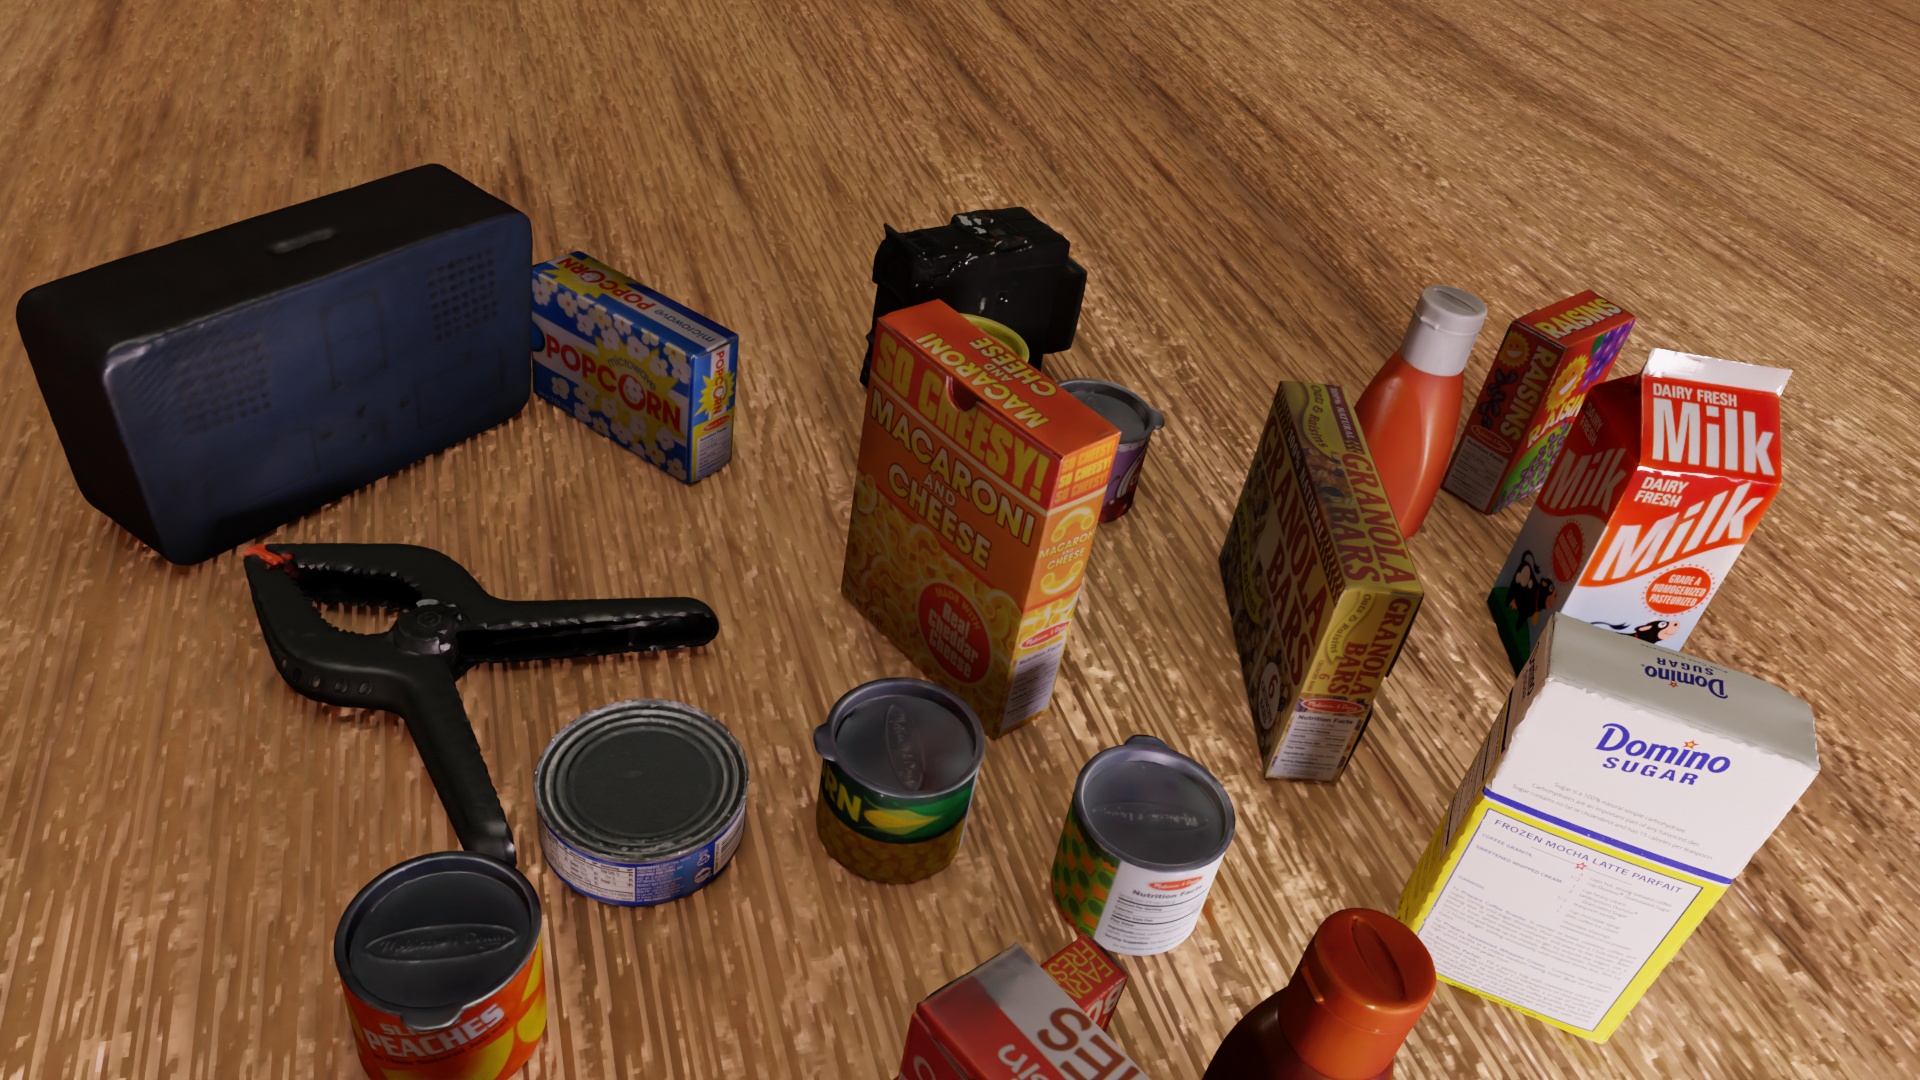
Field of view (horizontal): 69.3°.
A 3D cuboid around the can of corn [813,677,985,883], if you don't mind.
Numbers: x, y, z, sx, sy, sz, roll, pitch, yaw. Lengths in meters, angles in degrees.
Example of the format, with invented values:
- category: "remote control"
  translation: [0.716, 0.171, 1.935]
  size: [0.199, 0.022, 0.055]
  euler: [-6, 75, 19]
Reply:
- category: "can of corn"
  translation: [-0.029, 0.101, 0.586]
  size: [0.071, 0.058, 0.071]
  euler: [7, 38, -5]

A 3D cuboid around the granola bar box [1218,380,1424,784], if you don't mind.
- category: "granola bar box"
  translation: [0.172, 0.017, 0.685]
  size: [0.039, 0.123, 0.166]
  euler: [7, 38, -5]

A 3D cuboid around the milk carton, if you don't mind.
- category: "milk carton"
  translation: [0.344, -0.011, 0.707]
  size: [0.072, 0.189, 0.074]
  euler: [8, 38, -4]

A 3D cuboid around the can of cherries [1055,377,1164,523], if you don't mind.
- category: "can of cherries"
  translation: [0.076, -0.051, 0.800]
  size: [0.071, 0.058, 0.072]
  euler: [7, 38, -5]

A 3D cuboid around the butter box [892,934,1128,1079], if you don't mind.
- category: "butter box"
  translation: [0.013, 0.187, 0.492]
  size: [0.104, 0.052, 0.024]
  euler: [-25, 50, -37]

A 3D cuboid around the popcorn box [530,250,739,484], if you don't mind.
- category: "popcorn box"
  translation: [-0.183, -0.097, 0.777]
  size: [0.127, 0.084, 0.038]
  euler: [29, 42, 22]

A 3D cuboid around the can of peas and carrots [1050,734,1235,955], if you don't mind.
- category: "can of peas and carrots"
  translation: [0.074, 0.126, 0.578]
  size: [0.071, 0.058, 0.071]
  euler: [7, 38, -5]

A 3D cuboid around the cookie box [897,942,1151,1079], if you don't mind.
- category: "cookie box"
  translation: [0.029, 0.208, 0.378]
  size: [0.040, 0.166, 0.123]
  euler: [-25, 50, -36]

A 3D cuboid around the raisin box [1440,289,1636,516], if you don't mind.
- category: "raisin box"
  translation: [0.354, -0.085, 0.855]
  size: [0.086, 0.122, 0.040]
  euler: [-21, 48, -34]

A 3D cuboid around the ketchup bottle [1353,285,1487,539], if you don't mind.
- category: "ketchup bottle"
  translation: [0.257, -0.073, 0.797]
  size: [0.044, 0.148, 0.065]
  euler: [-20, 47, -33]

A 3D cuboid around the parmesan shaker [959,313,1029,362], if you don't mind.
- category: "parmesan shaker"
  translation: [-0.006, -0.064, 0.762]
  size: [0.071, 0.102, 0.072]
  euler: [7, 38, -5]

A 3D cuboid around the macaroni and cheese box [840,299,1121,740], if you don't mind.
- category: "macaroni and cheese box"
  translation: [0.002, -0.008, 0.643]
  size: [0.040, 0.165, 0.124]
  euler: [-23, 49, -35]

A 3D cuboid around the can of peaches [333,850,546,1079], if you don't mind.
- category: "can of peaches"
  translation: [-0.180, 0.154, 0.485]
  size: [0.071, 0.057, 0.071]
  euler: [7, 38, -5]

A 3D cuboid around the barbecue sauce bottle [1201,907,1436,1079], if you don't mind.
- category: "barbecue sauce bottle"
  translation: [0.110, 0.178, 0.450]
  size: [0.044, 0.147, 0.065]
  euler: [-2, 40, -16]
